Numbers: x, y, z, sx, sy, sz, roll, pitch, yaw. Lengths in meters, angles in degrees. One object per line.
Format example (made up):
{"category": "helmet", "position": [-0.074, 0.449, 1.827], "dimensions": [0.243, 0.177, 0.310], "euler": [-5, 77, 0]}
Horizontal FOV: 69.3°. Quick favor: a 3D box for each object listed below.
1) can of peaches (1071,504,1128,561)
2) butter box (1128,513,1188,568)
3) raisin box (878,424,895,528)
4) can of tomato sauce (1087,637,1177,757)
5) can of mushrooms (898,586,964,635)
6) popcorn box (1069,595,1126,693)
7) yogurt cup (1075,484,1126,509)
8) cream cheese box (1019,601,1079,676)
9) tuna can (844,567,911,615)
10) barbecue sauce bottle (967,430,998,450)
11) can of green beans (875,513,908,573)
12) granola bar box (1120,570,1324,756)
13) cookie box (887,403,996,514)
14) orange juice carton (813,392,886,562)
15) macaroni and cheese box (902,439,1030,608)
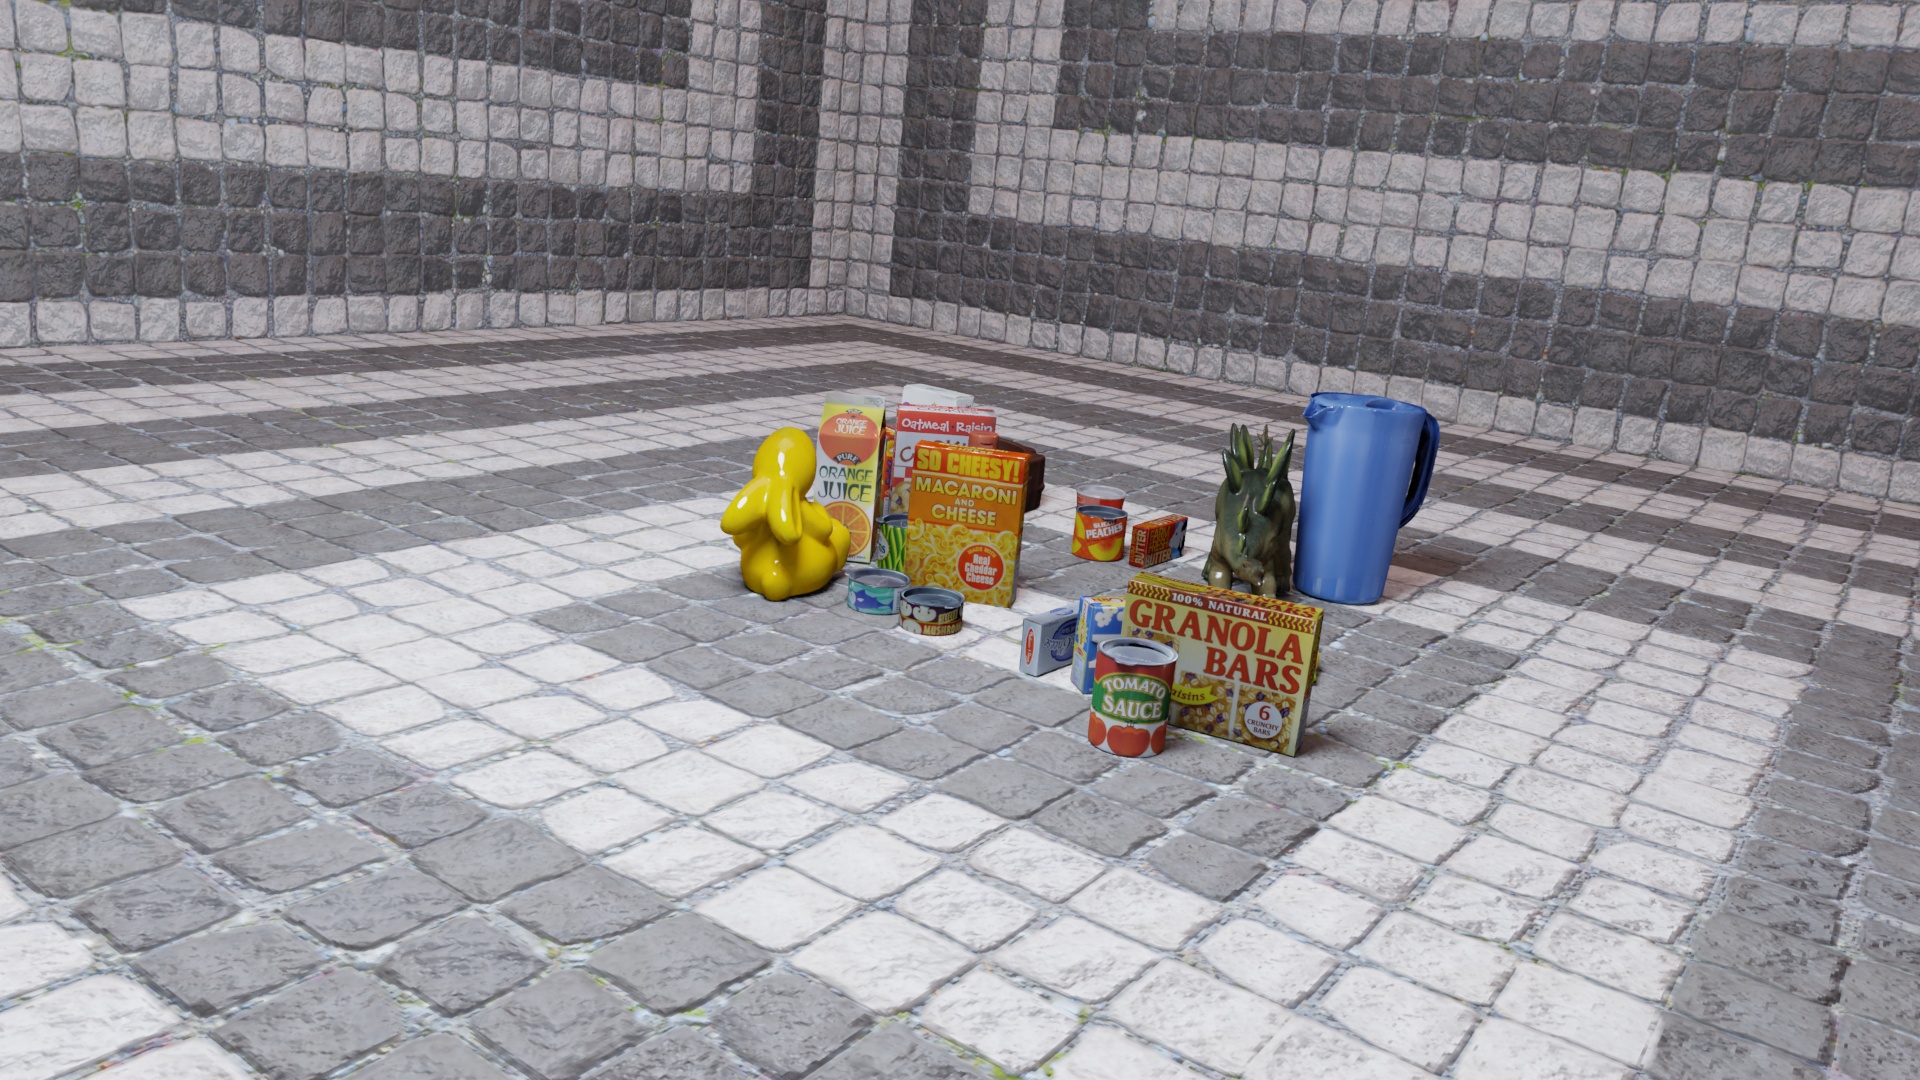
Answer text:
{"category": "can of peaches", "position": [0.174, -0.009, 1.740], "dimensions": [0.071, 0.058, 0.071], "euler": [5, 15, -1]}
{"category": "butter box", "position": [0.249, 0.000, 1.743], "dimensions": [0.024, 0.053, 0.104], "euler": [16, 18, 35]}
{"category": "raisin box", "position": [-0.103, -0.085, 1.798], "dimensions": [0.040, 0.123, 0.086], "euler": [-3, 17, -29]}
{"category": "can of tomato sauce", "position": [0.142, 0.131, 1.156], "dimensions": [0.071, 0.082, 0.071], "euler": [5, 15, -1]}
{"category": "can of mushrooms", "position": [-0.028, 0.072, 1.411], "dimensions": [0.071, 0.033, 0.071], "euler": [5, 15, -1]}
{"category": "popcorn box", "position": [0.170, 0.096, 1.292], "dimensions": [0.127, 0.085, 0.038], "euler": [1, 15, -18]}
{"category": "yogurt cup", "position": [0.187, -0.042, 1.876], "dimensions": [0.072, 0.053, 0.072], "euler": [5, 15, -1]}
{"category": "cream cheese box", "position": [0.096, 0.093, 1.338], "dimensions": [0.024, 0.053, 0.104], "euler": [16, 18, 36]}
{"category": "tuna can", "position": [-0.088, 0.053, 1.461], "dimensions": [0.071, 0.032, 0.071], "euler": [5, 15, -1]}
{"category": "barbecue sauce bottle", "position": [0.022, -0.059, 1.698], "dimensions": [0.065, 0.148, 0.044], "euler": [2, 15, -14]}
{"category": "can of green beans", "position": [-0.062, 0.004, 1.605], "dimensions": [0.071, 0.057, 0.071], "euler": [5, 15, -1]}
{"category": "granola bar box", "position": [0.222, 0.104, 1.204], "dimensions": [0.165, 0.123, 0.039], "euler": [12, 16, 24]}
{"category": "cookie box", "position": [-0.025, -0.083, 1.734], "dimensions": [0.123, 0.167, 0.040], "euler": [3, 14, -8]}
{"category": "orange juice carton", "position": [-0.130, -0.076, 1.621], "dimensions": [0.072, 0.192, 0.073], "euler": [6, 14, 2]}
{"category": "macaroni and cheese box", "position": [0.005, -0.019, 1.506], "dimensions": [0.124, 0.166, 0.040], "euler": [8, 14, 10]}
